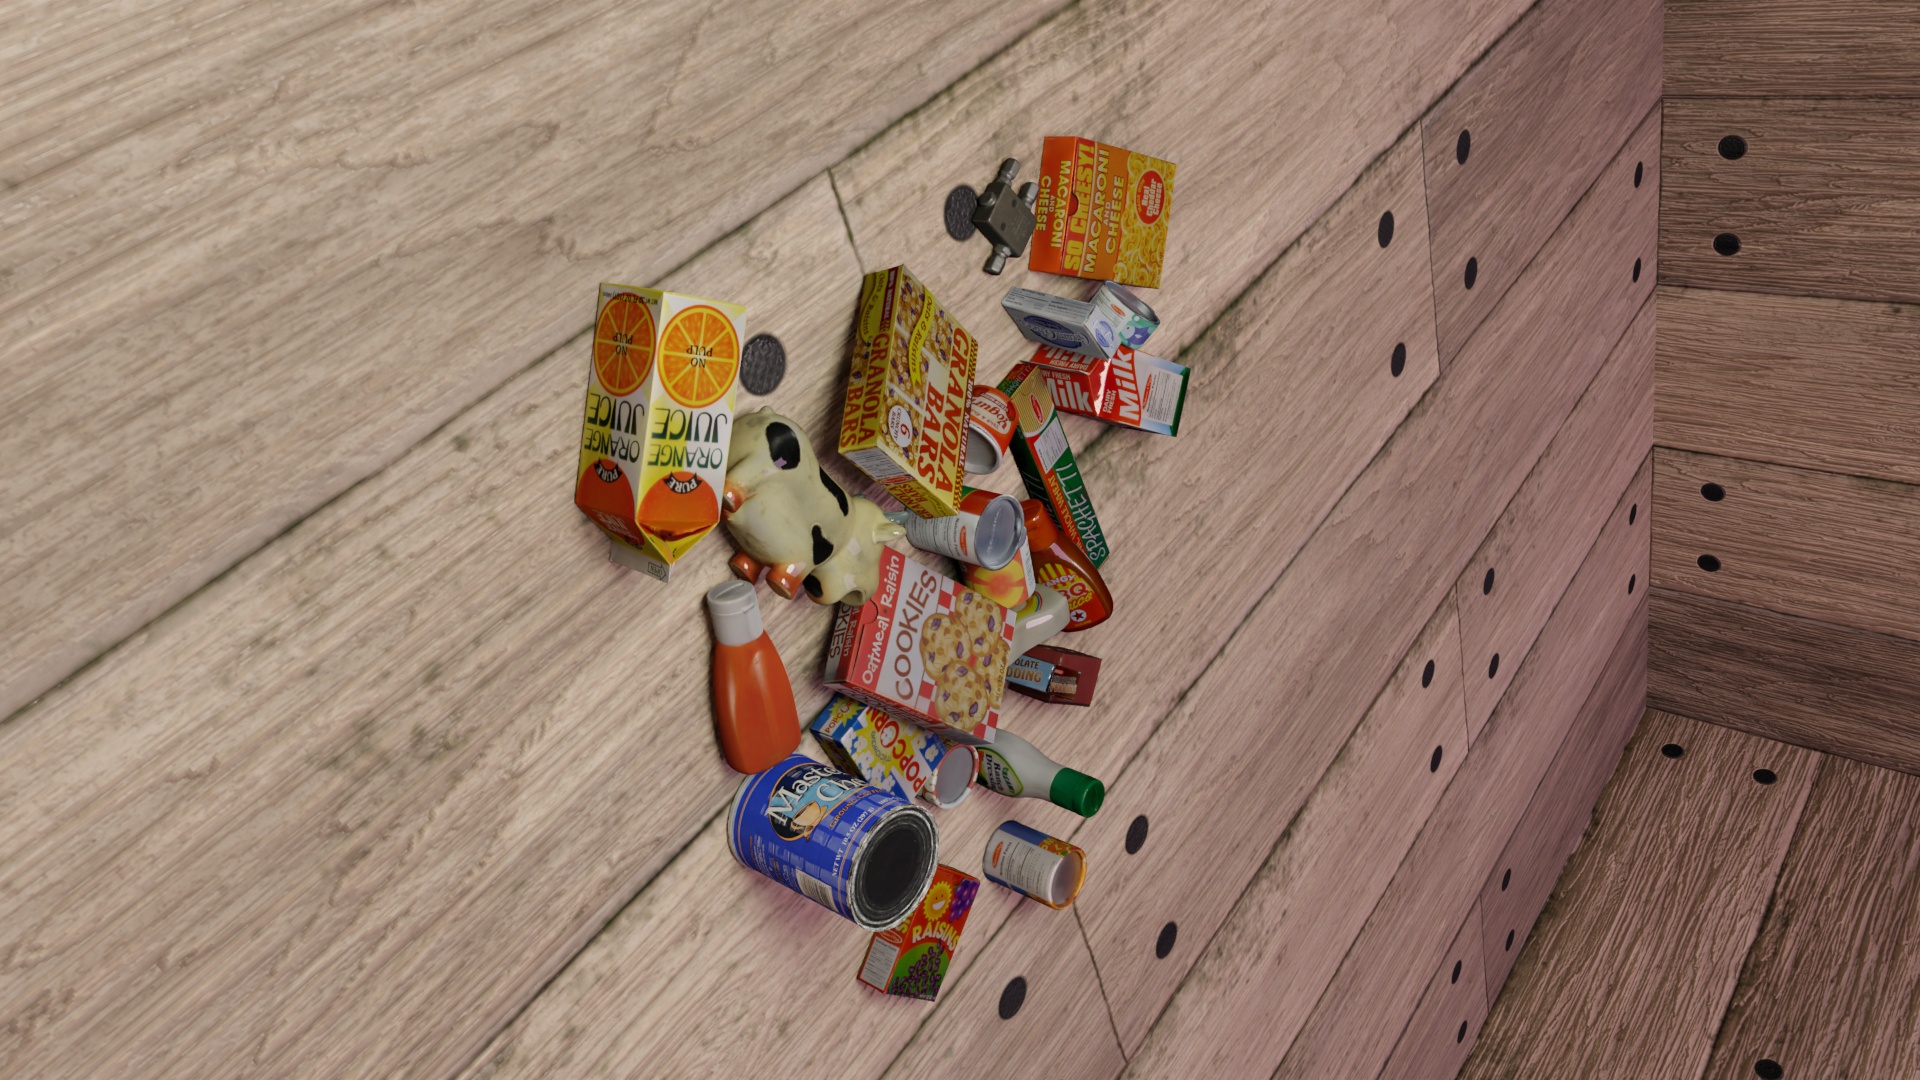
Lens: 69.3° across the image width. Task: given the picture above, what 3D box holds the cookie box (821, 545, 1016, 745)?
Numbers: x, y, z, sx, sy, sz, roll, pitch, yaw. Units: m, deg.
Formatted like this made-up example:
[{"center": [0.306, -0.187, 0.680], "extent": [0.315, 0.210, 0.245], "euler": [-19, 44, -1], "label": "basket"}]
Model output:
[{"center": [-0.030, 0.090, 1.177], "extent": [0.167, 0.040, 0.123], "euler": [29, 62, -36], "label": "cookie box"}]

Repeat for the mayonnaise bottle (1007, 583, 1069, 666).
[{"center": [0.034, 0.091, 1.294], "extent": [0.149, 0.065, 0.041], "euler": [-32, 126, -36], "label": "mayonnaise bottle"}]

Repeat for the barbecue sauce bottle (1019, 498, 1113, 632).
[{"center": [0.093, 0.024, 1.346], "extent": [0.148, 0.065, 0.044], "euler": [58, 23, -34], "label": "barbecue sauce bottle"}]

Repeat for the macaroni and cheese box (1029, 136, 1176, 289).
[{"center": [0.137, -0.306, 1.308], "extent": [0.167, 0.040, 0.123], "euler": [-5, 105, -50], "label": "macaroni and cheese box"}]

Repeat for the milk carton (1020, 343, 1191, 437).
[{"center": [0.139, -0.151, 1.335], "extent": [0.191, 0.072, 0.073], "euler": [7, 96, -52], "label": "milk carton"}]

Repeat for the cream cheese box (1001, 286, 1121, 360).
[{"center": [0.089, -0.194, 1.235], "extent": [0.024, 0.104, 0.053], "euler": [-57, 137, -11], "label": "cream cheese box"}]

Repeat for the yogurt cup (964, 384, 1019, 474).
[{"center": [0.016, -0.098, 1.210], "extent": [0.054, 0.072, 0.072], "euler": [-58, 139, -32], "label": "yogurt cup"}]

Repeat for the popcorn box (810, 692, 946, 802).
[{"center": [-0.069, 0.175, 1.212], "extent": [0.085, 0.038, 0.126], "euler": [-51, 135, -27], "label": "popcorn box"}]

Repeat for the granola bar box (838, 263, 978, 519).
[{"center": [-0.039, -0.117, 1.111], "extent": [0.124, 0.039, 0.166], "euler": [39, 49, -49], "label": "granola bar box"}]

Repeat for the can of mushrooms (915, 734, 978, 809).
[{"center": [-0.016, 0.212, 1.292], "extent": [0.071, 0.033, 0.070], "euler": [-20, 116, -45], "label": "can of mushrooms"}]

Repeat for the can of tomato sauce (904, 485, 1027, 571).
[{"center": [0.004, -0.015, 1.204], "extent": [0.071, 0.083, 0.071], "euler": [-20, 116, -46], "label": "can of tomato sauce"}]

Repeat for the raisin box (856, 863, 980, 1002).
[{"center": [-0.038, 0.365, 1.309], "extent": [0.086, 0.040, 0.123], "euler": [33, 75, -49], "label": "raisin box"}]

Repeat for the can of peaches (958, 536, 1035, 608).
[{"center": [0.030, 0.023, 1.264], "extent": [0.071, 0.071, 0.057], "euler": [-39, 129, -37], "label": "can of peaches"}]

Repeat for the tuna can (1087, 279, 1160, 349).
[{"center": [0.152, -0.210, 1.292], "extent": [0.071, 0.071, 0.032], "euler": [8, 127, -51], "label": "tuna can"}]

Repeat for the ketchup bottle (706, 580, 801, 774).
[{"center": [-0.163, 0.104, 1.071], "extent": [0.065, 0.043, 0.148], "euler": [-31, 124, -41], "label": "ketchup bottle"}]

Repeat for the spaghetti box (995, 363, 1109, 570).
[{"center": [0.089, -0.058, 1.338], "extent": [0.050, 0.029, 0.249], "euler": [-50, 135, -28], "label": "spaghetti box"}]

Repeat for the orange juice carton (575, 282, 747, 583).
[{"center": [-0.206, -0.072, 0.941], "extent": [0.073, 0.072, 0.192], "euler": [1, 101, -50], "label": "orange juice carton"}]

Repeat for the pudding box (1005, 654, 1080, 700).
[{"center": [0.067, 0.126, 1.324], "extent": [0.049, 0.084, 0.030], "euler": [23, 83, -51], "label": "pudding box"}]

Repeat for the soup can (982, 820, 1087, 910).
[{"center": [0.077, 0.327, 1.401], "extent": [0.071, 0.084, 0.071], "euler": [-20, 116, -46], "label": "soup can"}]

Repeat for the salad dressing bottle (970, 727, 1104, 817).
[{"center": [0.066, 0.218, 1.300], "extent": [0.044, 0.148, 0.064], "euler": [-33, 125, -40], "label": "salad dressing bottle"}]
